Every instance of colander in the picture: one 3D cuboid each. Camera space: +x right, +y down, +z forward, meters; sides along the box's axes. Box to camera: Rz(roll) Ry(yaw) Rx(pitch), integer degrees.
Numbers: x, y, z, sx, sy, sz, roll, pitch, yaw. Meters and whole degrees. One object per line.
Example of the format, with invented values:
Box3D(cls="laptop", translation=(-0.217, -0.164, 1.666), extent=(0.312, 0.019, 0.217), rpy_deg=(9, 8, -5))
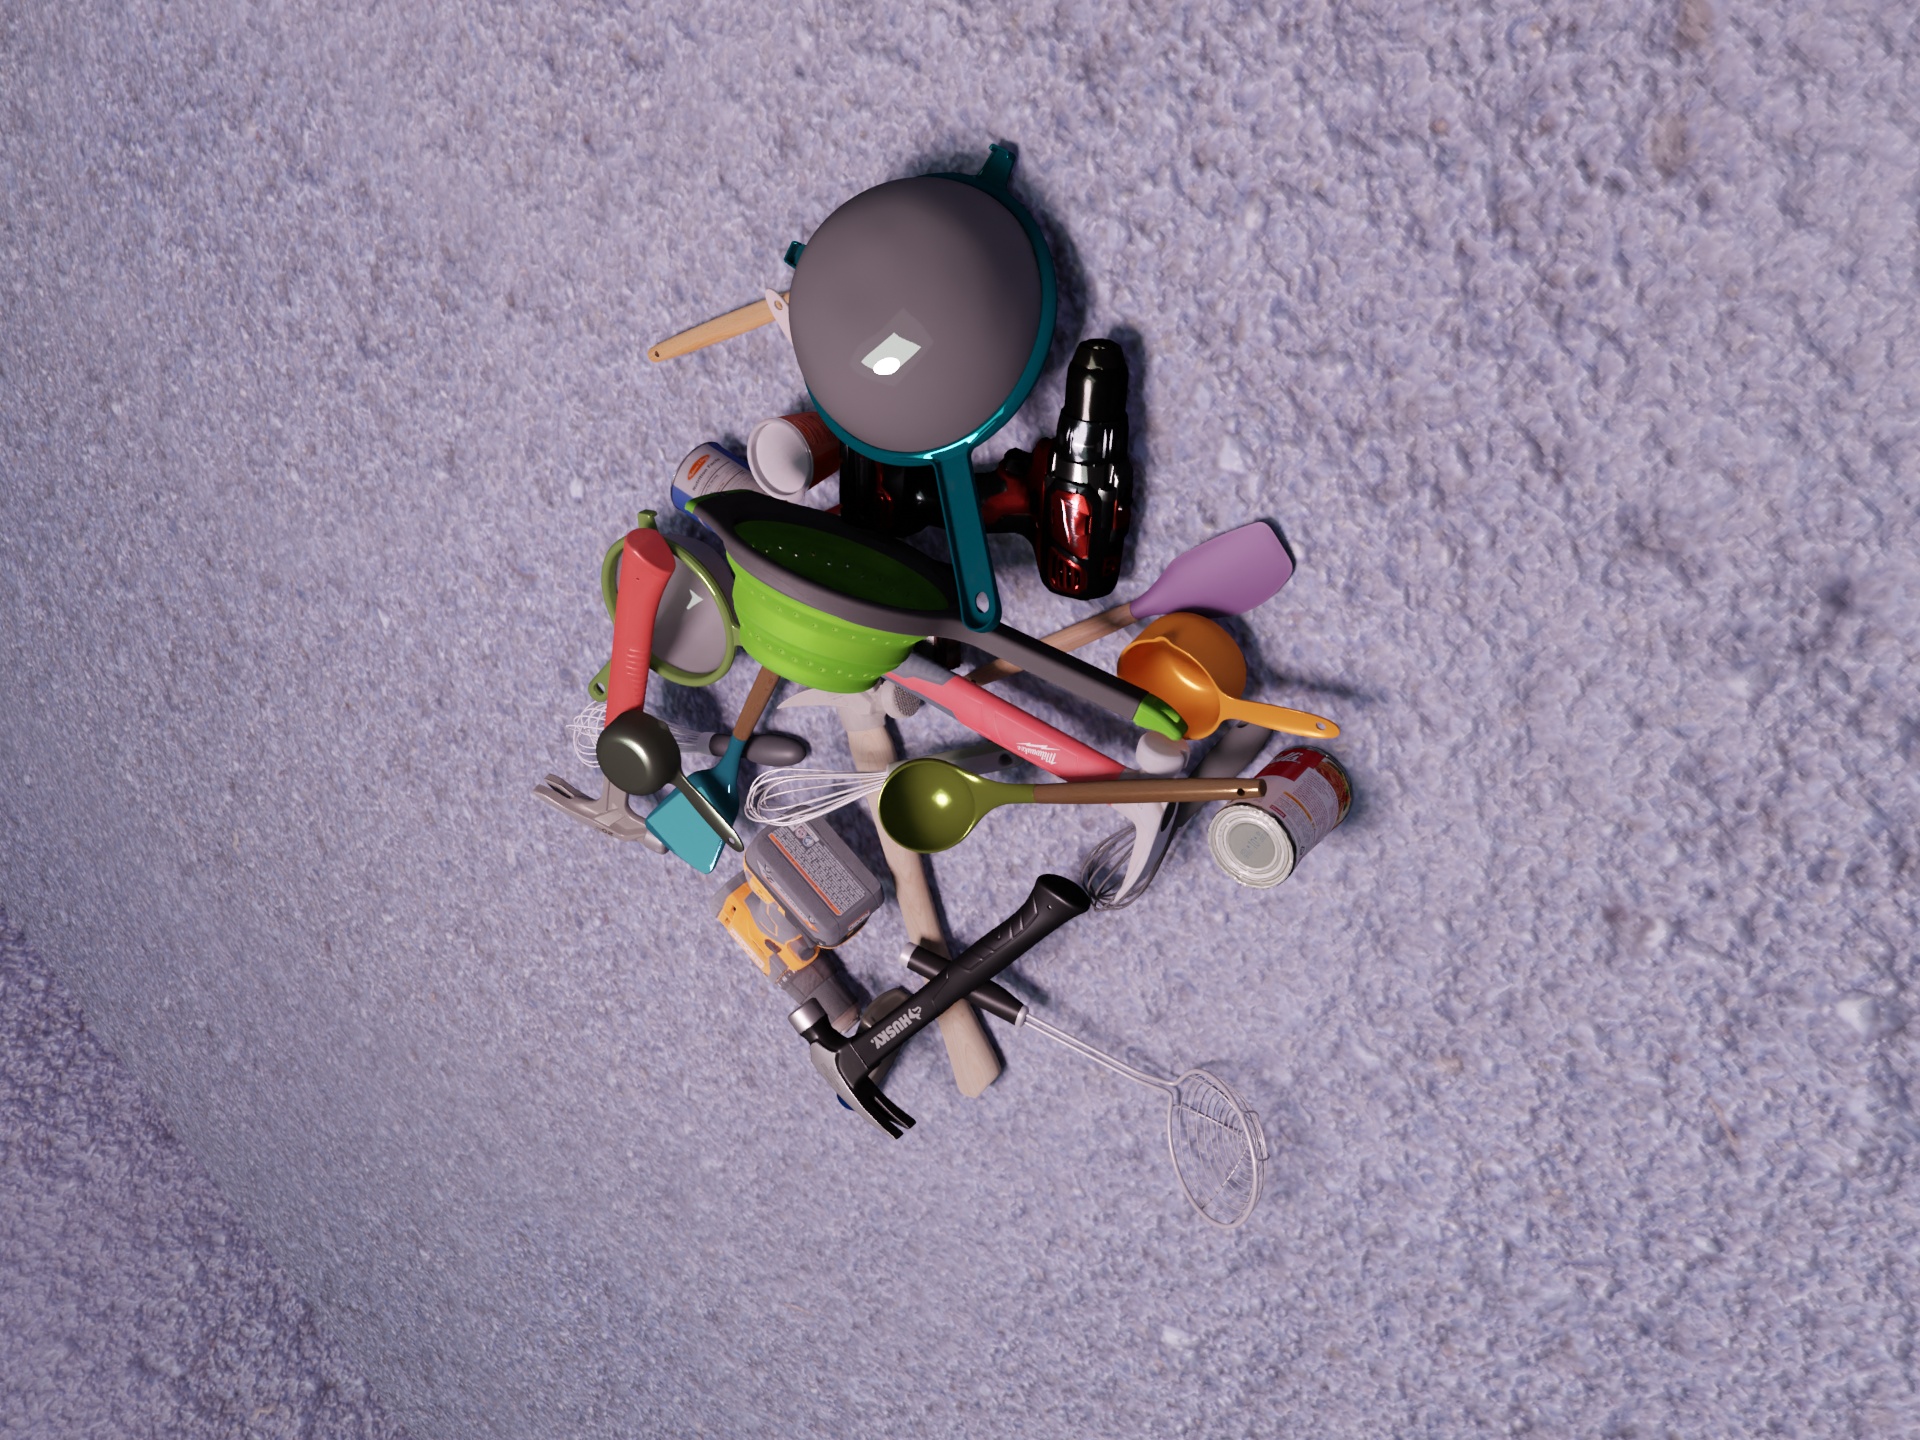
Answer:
Box3D(cls="colander", translation=(-0.028, -0.048, 1.169), extent=(0.397, 0.204, 0.094), rpy_deg=(26, 110, 12))

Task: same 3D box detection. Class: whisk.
Box3D(cls="whisk", translation=(-0.065, 0.049, 1.327), extent=(0.246, 0.059, 0.057), rpy_deg=(-12, 121, 12))
Box3D(cls="whisk", translation=(0.166, 0.071, 1.224), extent=(0.055, 0.055, 0.239), rpy_deg=(46, 127, 10))
Box3D(cls="whisk", translation=(-0.265, 0.021, 1.520), extent=(0.285, 0.070, 0.070), rpy_deg=(5, 115, 31))

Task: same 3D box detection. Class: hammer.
Box3D(cls="hammer", translation=(-0.049, 0.154, 1.433), extent=(0.146, 0.038, 0.410), rpy_deg=(-3, 111, 40))
Box3D(cls="hammer", translation=(-0.002, -0.004, 1.257), extent=(0.386, 0.038, 0.143), rpy_deg=(29, 127, 25))
Box3D(cls="hammer", translation=(-0.009, 0.233, 1.349), extent=(0.334, 0.035, 0.146), rpy_deg=(-42, 81, 33))
Box3D(cls="hammer", translation=(-0.313, -0.028, 1.451), extent=(0.149, 0.037, 0.358), rpy_deg=(25, 132, 9))

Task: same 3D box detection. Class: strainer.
Box3D(cls="strainer", translation=(-0.033, -0.227, 1.092), extent=(0.211, 0.095, 0.340), rpy_deg=(-17, 78, 27))
Box3D(cls="strainer", translation=(-0.272, -0.089, 1.462), extent=(0.151, 0.069, 0.256), rpy_deg=(49, 138, -3))

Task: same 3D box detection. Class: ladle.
Box3D(cls="ladle", translation=(0.073, 0.059, 1.164), extent=(0.320, 0.062, 0.078), rpy_deg=(-4, 113, 38))

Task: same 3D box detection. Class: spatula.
Box3D(cls="spatula", translation=(0.115, -0.073, 1.204), extent=(0.316, 0.018, 0.059), rpy_deg=(-21, 108, 41))
Box3D(cls="spatula", translation=(-0.192, -0.001, 1.417), extent=(0.082, 0.044, 0.317), rpy_deg=(37, 123, 11))

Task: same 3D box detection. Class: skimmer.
Box3D(cls="skimmer", translation=(0.093, 0.294, 1.337), extent=(0.363, 0.090, 0.127), rpy_deg=(26, 127, 16))

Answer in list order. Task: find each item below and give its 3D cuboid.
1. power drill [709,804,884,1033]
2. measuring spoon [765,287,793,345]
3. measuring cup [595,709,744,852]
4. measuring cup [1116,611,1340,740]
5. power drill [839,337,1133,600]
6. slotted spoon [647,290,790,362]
Box3D(cls="power drill", translation=(-0.141, 0.193, 1.473), extent=(0.185, 0.084, 0.226), rpy_deg=(48, 149, 8))
Box3D(cls="measuring spoon", translation=(-0.113, -0.290, 1.255), extent=(0.034, 0.018, 0.124), rpy_deg=(-18, 112, 48))
Box3D(cls="measuring cup", translation=(-0.262, 0.065, 1.432), extent=(0.167, 0.038, 0.083), rpy_deg=(46, 131, 0))
Box3D(cls="measuring cup", translation=(0.198, -0.026, 1.132), extent=(0.174, 0.052, 0.095), rpy_deg=(16, 135, 32))
Box3D(cls="power drill", translation=(0.024, -0.201, 1.172), extent=(0.227, 0.080, 0.187), rpy_deg=(18, 122, 26))
Box3D(cls="slotted spoon", translation=(-0.149, -0.328, 1.272), extent=(0.314, 0.031, 0.070), rpy_deg=(-6, 112, 41))
